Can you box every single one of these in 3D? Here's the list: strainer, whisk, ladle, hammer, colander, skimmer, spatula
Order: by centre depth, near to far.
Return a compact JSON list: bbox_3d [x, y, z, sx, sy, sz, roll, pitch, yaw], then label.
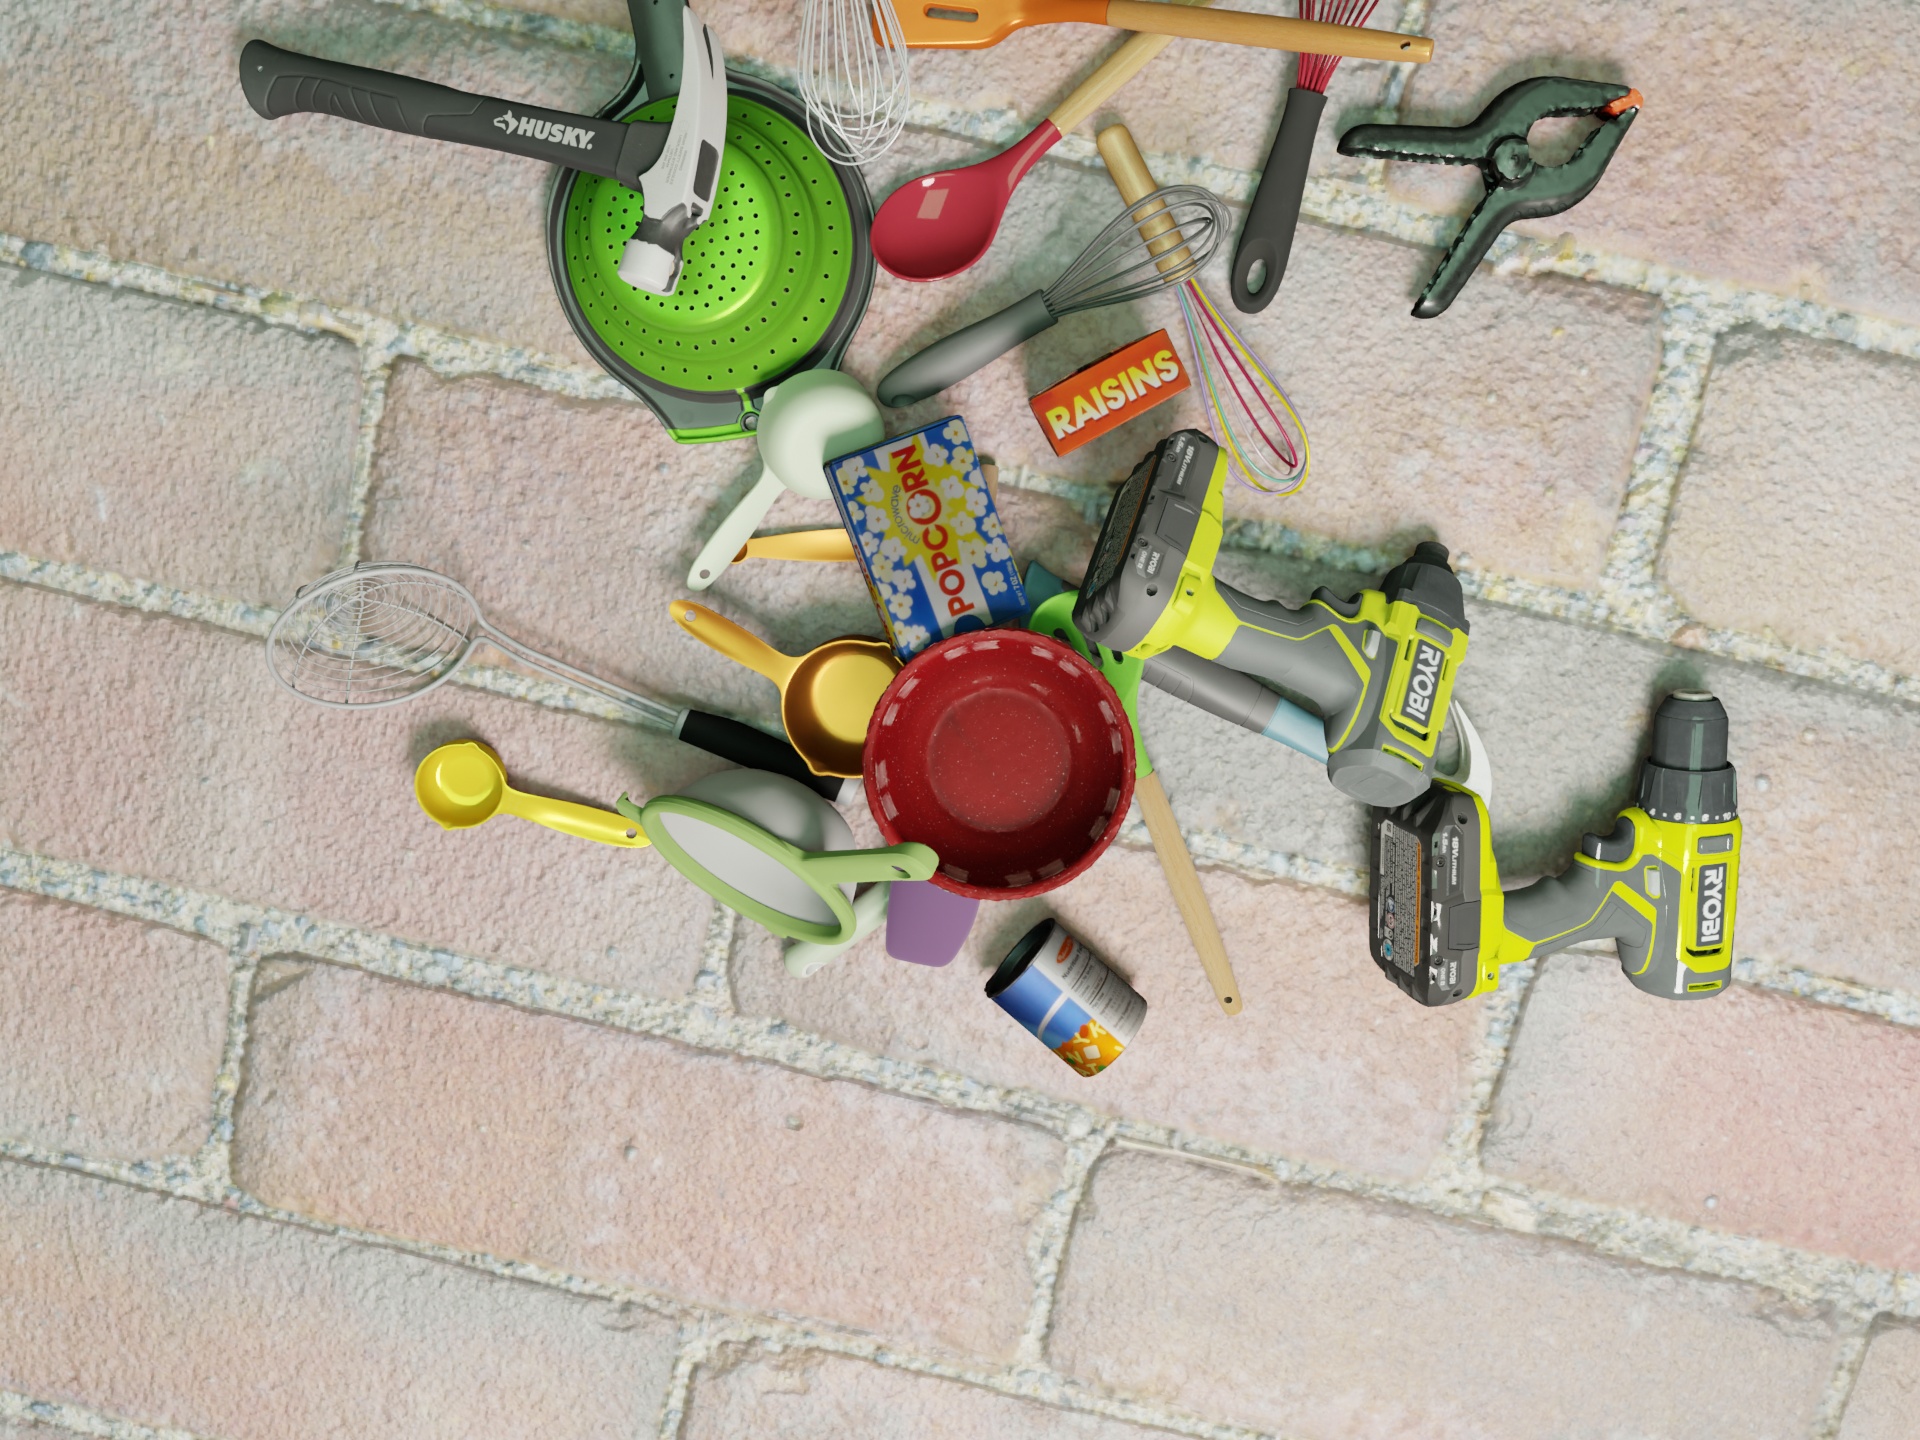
[{"bbox_3d":[-0.280,-0.349,0.907,0.335,0.035,0.146,19,93,21],"label":"hammer"},{"bbox_3d":[0.106,-0.404,0.910,0.323,0.041,0.081,15,101,17],"label":"spatula"},{"bbox_3d":[-0.072,-0.462,0.915,0.070,0.070,0.284,-6,90,4],"label":"whisk"},{"bbox_3d":[0.209,-0.385,0.925,0.073,0.073,0.295,14,107,0],"label":"whisk"},{"bbox_3d":[-0.170,-0.362,0.925,0.204,0.094,0.397,-11,100,5],"label":"colander"},{"bbox_3d":[0.050,-0.246,0.944,0.239,0.055,0.055,-25,99,22],"label":"whisk"},{"bbox_3d":[-0.086,0.067,0.946,0.151,0.256,0.069,43,60,-26],"label":"strainer"},{"bbox_3d":[0.075,-0.372,0.947,0.315,0.031,0.069,-40,78,6],"label":"ladle"},{"bbox_3d":[0.148,-0.247,0.959,0.051,0.047,0.245,-29,94,-11],"label":"whisk"},{"bbox_3d":[-0.002,-0.003,0.996,0.060,0.018,0.316,7,90,16],"label":"spatula"},{"bbox_3d":[-0.242,-0.002,0.998,0.363,0.090,0.127,23,134,-4],"label":"skimmer"},{"bbox_3d":[0.183,-0.009,1.005,0.331,0.033,0.128,27,101,-2],"label":"hammer"},{"bbox_3d":[-0.019,0.092,1.031,0.246,0.057,0.059,-37,62,11],"label":"whisk"}]

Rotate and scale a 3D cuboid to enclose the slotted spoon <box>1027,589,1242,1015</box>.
[{"bbox_3d":[0.121,0.056,1.005,0.070,0.031,0.313,-18,109,17],"label":"slotted spoon"}]

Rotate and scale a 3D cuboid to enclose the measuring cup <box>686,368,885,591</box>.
[{"bbox_3d":[-0.111,-0.137,0.974,0.083,0.038,0.167,32,103,-38],"label":"measuring cup"}]

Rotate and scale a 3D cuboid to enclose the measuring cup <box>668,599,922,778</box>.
[{"bbox_3d":[-0.103,-0.032,1.006,0.173,0.052,0.095,30,100,-1],"label":"measuring cup"}]

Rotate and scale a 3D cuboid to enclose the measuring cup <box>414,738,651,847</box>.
[{"bbox_3d":[-0.278,0.054,1.048,0.156,0.029,0.062,17,101,-13],"label":"measuring cup"}]

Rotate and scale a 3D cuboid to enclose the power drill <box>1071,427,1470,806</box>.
[{"bbox_3d":[0.192,-0.070,0.936,0.223,0.080,0.171,26,65,-11],"label":"power drill"}]

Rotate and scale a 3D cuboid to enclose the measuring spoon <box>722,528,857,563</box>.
[{"bbox_3d":[-0.095,-0.111,1.013,0.117,0.011,0.021,-2,98,-1],"label":"measuring spoon"}]

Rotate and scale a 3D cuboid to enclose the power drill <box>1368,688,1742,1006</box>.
[{"bbox_3d":[0.373,0.082,0.973,0.228,0.080,0.190,-5,102,-13],"label":"power drill"}]
